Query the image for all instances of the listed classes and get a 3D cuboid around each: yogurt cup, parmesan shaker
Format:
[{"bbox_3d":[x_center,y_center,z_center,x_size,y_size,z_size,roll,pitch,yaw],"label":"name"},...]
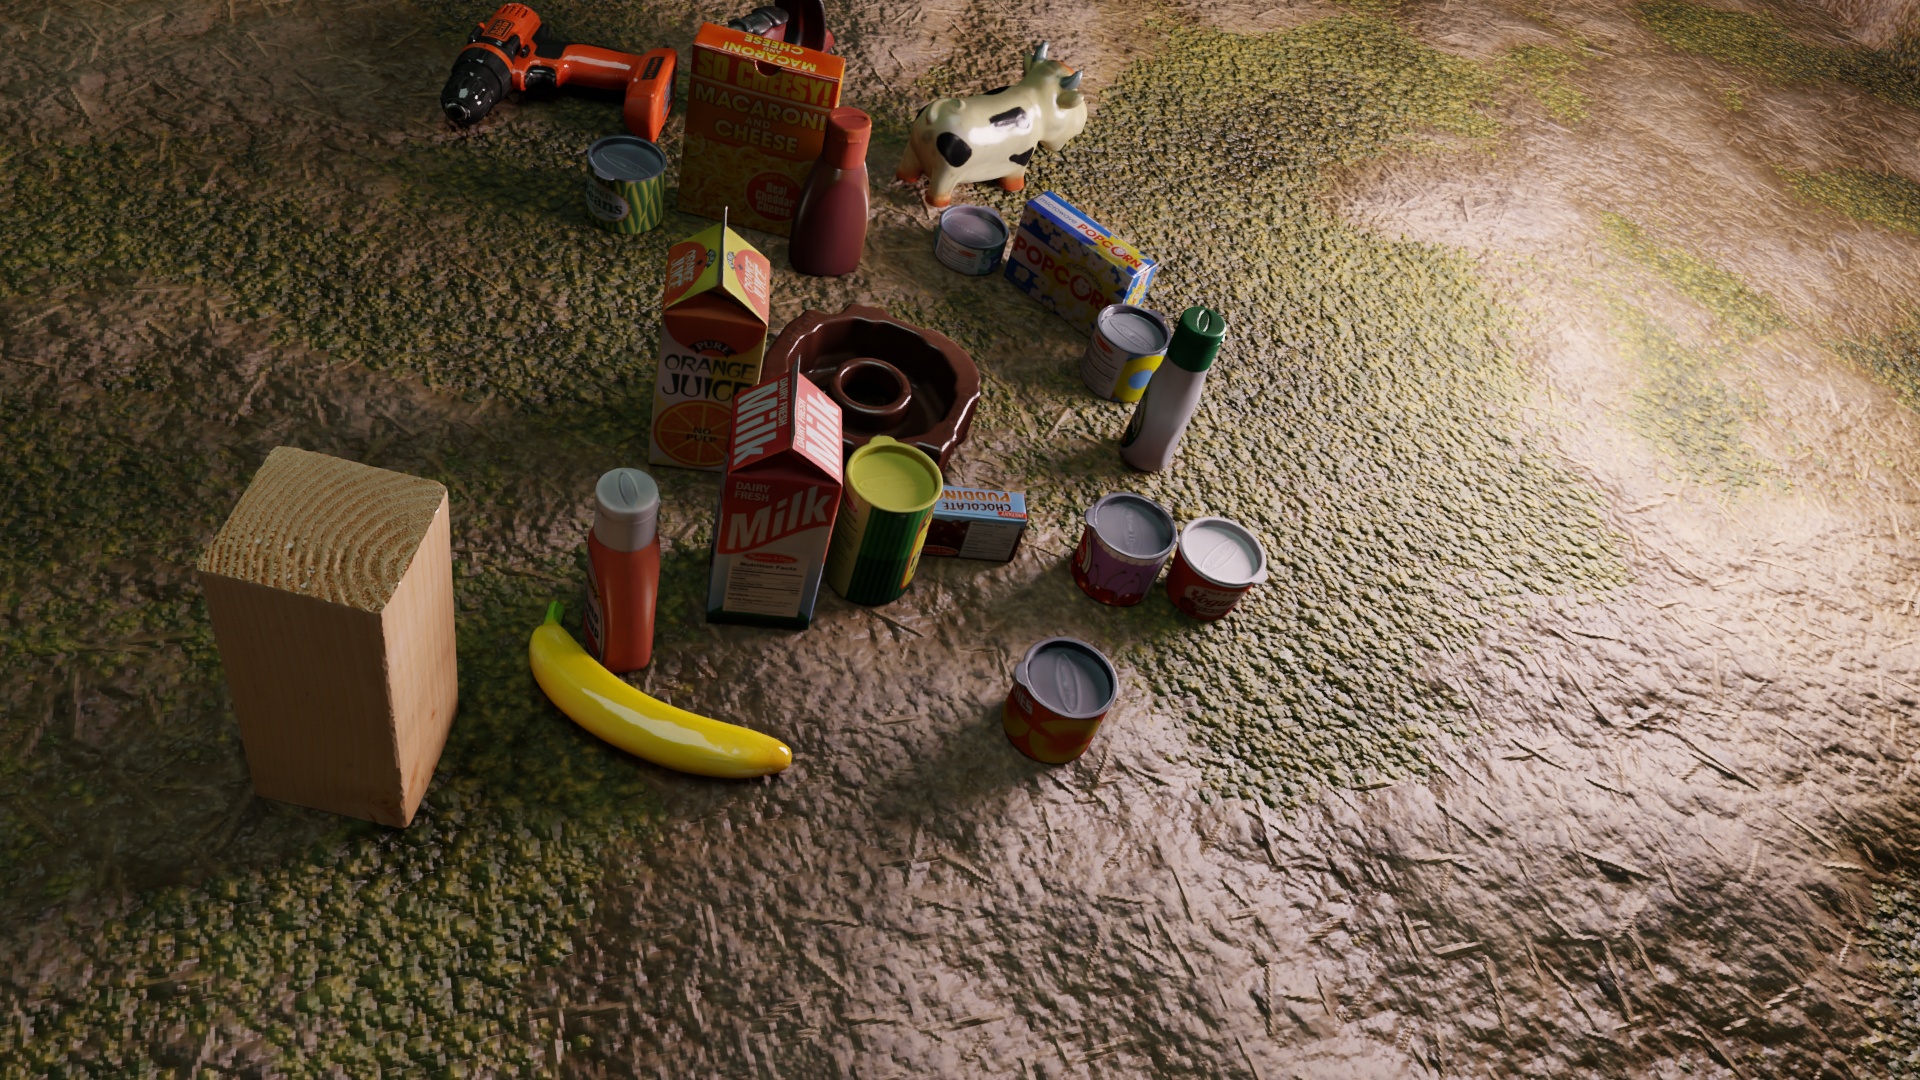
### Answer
[{"bbox_3d":[0.190,0.024,1.051,0.072,0.053,0.073,9,47,-10],"label":"yogurt cup"},{"bbox_3d":[-0.056,-0.013,0.974,0.071,0.102,0.072,9,47,-10],"label":"parmesan shaker"}]

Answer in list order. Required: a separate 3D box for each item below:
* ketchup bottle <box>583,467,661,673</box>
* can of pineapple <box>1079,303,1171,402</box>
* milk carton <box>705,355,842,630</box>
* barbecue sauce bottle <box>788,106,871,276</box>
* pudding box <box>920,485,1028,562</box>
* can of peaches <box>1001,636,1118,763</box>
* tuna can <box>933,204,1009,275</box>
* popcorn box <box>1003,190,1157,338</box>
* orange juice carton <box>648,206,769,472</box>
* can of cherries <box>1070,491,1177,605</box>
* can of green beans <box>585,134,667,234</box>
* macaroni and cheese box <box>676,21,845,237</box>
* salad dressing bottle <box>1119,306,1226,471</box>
[{"bbox_3d":[-0.211,0.017,0.868,0.043,0.148,0.065,-8,52,-23],"label":"ketchup bottle"},{"bbox_3d":[0.143,-0.162,1.201,0.071,0.057,0.071,9,47,-10],"label":"can of pineapple"},{"bbox_3d":[-0.120,-0.028,0.908,0.073,0.189,0.073,6,48,-12],"label":"milk carton"},{"bbox_3d":[-0.106,-0.295,1.182,0.065,0.147,0.044,-4,51,-21],"label":"barbecue sauce bottle"},{"bbox_3d":[0.004,-0.013,1.029,0.084,0.049,0.030,5,48,-13],"label":"pudding box"},{"bbox_3d":[0.064,0.108,0.934,0.071,0.057,0.071,9,47,-10],"label":"can of peaches"},{"bbox_3d":[0.010,-0.278,1.282,0.071,0.032,0.071,9,47,-10],"label":"tuna can"},{"bbox_3d":[0.105,-0.243,1.243,0.127,0.084,0.038,39,50,18],"label":"popcorn box"},{"bbox_3d":[-0.178,-0.140,0.990,0.073,0.191,0.072,6,48,-12],"label":"orange juice carton"},{"bbox_3d":[0.119,0.006,1.042,0.071,0.058,0.072,9,47,-10],"label":"can of cherries"},{"bbox_3d":[-0.289,-0.307,1.198,0.071,0.057,0.071,9,47,-10],"label":"can of green beans"},{"bbox_3d":[-0.173,-0.347,1.195,0.124,0.165,0.040,12,47,-6],"label":"macaroni and cheese box"},{"bbox_3d":[0.170,-0.120,1.110,0.044,0.146,0.064,20,47,1],"label":"salad dressing bottle"}]
